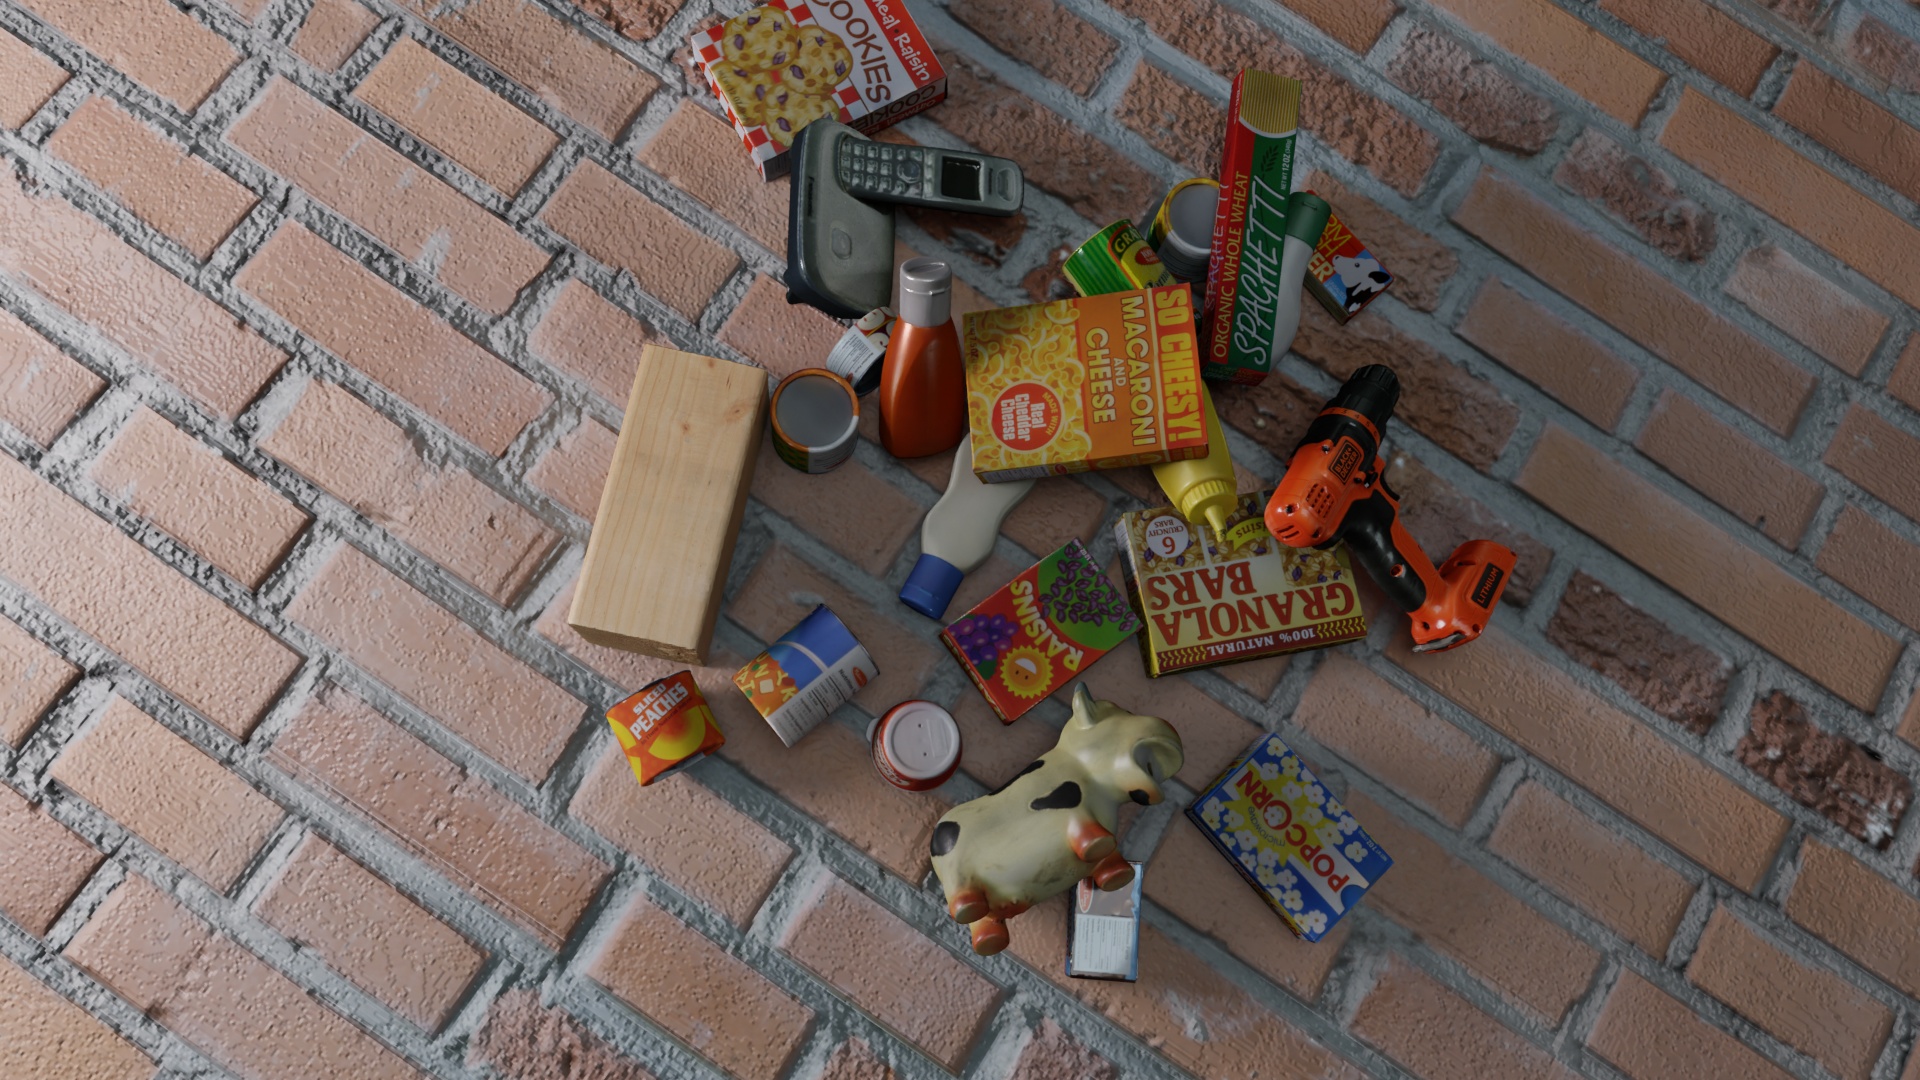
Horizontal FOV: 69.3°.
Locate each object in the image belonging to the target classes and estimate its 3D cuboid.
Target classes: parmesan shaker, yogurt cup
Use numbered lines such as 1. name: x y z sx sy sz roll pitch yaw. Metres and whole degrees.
1. parmesan shaker: 0.137 -0.190 1.083 0.071 0.071 0.103 -34 83 -12
2. yogurt cup: -0.029 0.144 0.989 0.072 0.054 0.072 1 77 -6

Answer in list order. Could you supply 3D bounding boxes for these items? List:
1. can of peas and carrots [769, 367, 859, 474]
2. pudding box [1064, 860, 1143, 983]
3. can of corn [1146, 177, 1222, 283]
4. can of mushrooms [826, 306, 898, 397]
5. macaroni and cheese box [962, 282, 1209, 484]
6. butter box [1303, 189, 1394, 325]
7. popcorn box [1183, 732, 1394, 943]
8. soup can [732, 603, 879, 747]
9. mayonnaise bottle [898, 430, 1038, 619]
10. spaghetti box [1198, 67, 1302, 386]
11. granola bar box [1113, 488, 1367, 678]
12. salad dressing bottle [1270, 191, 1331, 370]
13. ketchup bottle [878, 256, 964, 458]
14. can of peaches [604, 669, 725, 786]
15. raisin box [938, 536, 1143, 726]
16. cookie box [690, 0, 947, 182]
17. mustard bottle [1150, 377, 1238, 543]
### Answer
1. can of peas and carrots: -0.110 -0.091 1.036 0.071 0.058 0.071 1 76 -6
2. pudding box: 0.102 0.268 0.985 0.050 0.030 0.084 6 76 -3
3. can of corn: 0.187 -0.249 1.104 0.071 0.058 0.071 1 77 -6
4. can of mushrooms: -0.066 -0.143 1.051 0.071 0.071 0.033 -43 83 -13
5. macaroni and cheese box: 0.090 -0.113 1.004 0.166 0.040 0.124 -6 77 11
6. butter box: 0.297 -0.231 1.129 0.053 0.024 0.103 -39 83 -12
7. popcorn box: 0.237 0.214 1.008 0.085 0.038 0.127 -41 83 -14
8. soup can: -0.112 0.094 0.988 0.084 0.071 0.071 -39 83 -12
9. mayonnaise bottle: 0.004 -0.013 1.038 0.065 0.041 0.148 28 76 3
10. spaghetti box: 0.221 -0.241 1.060 0.050 0.028 0.250 11 77 -7
11. granola bar box: 0.211 0.029 1.049 0.166 0.039 0.124 -9 77 -8
12. salad dressing bottle: 0.246 -0.200 1.092 0.064 0.044 0.147 25 87 8
13. ketchup bottle: -0.027 -0.132 1.011 0.065 0.148 0.044 -16 43 -23
14. can of peaches: -0.205 0.131 0.966 0.071 0.071 0.058 -27 82 -11
15. raisin box: 0.059 0.067 1.025 0.124 0.040 0.086 -34 83 -14
16. cookie box: -0.112 -0.379 1.116 0.168 0.040 0.123 -28 81 -11
17. mustard bottle: 0.172 -0.060 1.031 0.049 0.065 0.161 -3 53 -16
